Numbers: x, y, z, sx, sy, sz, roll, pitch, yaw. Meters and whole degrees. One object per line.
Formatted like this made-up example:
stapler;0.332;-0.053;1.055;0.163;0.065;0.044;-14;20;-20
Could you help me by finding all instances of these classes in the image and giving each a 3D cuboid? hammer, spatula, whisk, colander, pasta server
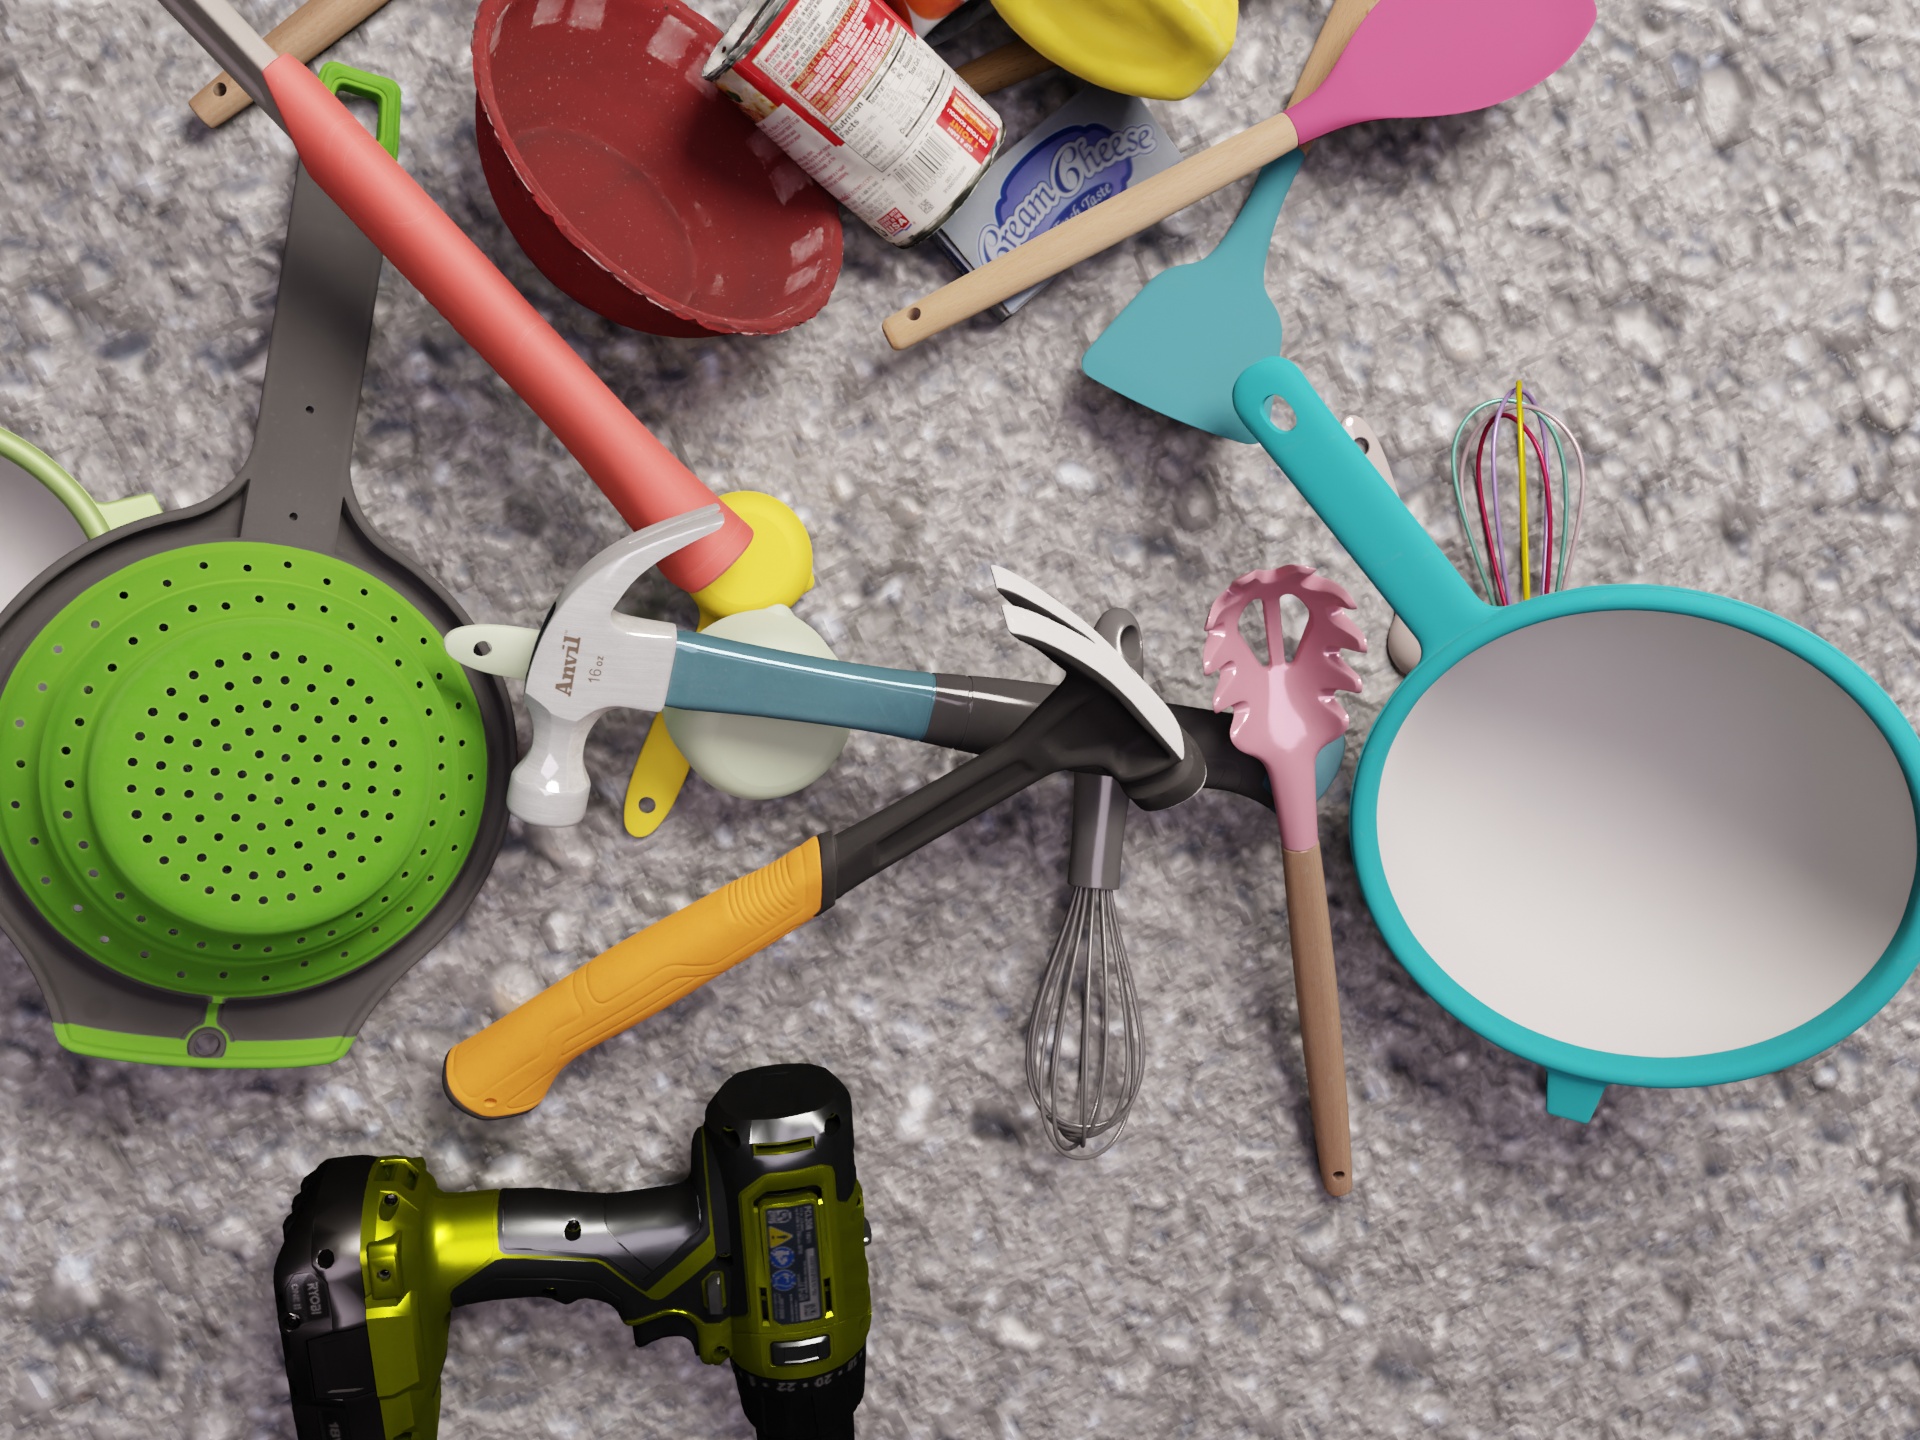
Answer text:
hammer;-0.001;-0.002;0.629;0.331;0.033;0.128;9;107;-17
spatula;-0.181;-0.341;0.637;0.316;0.018;0.060;-41;90;-3
whisk;0.061;0.070;0.689;0.055;0.055;0.239;5;90;-7
whisk;0.251;-0.026;0.705;0.051;0.047;0.245;-7;99;-8
hammer;-0.077;0.067;0.612;0.337;0.034;0.127;-32;135;18
hammer;-0.200;-0.186;0.553;0.358;0.149;0.037;47;64;-21
colander;-0.248;-0.062;0.592;0.204;0.094;0.397;9;86;-28
spatula;0.152;-0.268;0.671;0.082;0.044;0.317;25;90;7
pasta server;0.144;0.078;0.657;0.060;0.040;0.316;-8;115;7

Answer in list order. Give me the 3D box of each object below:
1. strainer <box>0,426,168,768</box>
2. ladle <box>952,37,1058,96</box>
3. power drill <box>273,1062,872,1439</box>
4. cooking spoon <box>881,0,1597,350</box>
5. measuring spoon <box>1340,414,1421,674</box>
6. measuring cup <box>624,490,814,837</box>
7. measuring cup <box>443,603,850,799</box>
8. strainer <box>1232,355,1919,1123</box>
strainer;-0.443;-0.062;0.581;0.256;0.069;0.151;25;79;-25
ladle;0.129;-0.319;0.657;0.315;0.031;0.069;-22;83;4
power drill;-0.149;0.250;0.662;0.228;0.080;0.190;-5;104;-9
cooking spoon;0.111;-0.229;0.649;0.319;0.017;0.069;-27;78;0
measuring spoon;0.194;-0.077;0.705;0.034;0.018;0.124;-22;96;-5
measuring cup;-0.108;-0.022;0.666;0.062;0.029;0.156;22;91;-8
measuring cup;-0.118;-0.011;0.628;0.167;0.038;0.083;11;109;-33
strainer;0.232;-0.015;0.642;0.211;0.095;0.340;-39;90;34
